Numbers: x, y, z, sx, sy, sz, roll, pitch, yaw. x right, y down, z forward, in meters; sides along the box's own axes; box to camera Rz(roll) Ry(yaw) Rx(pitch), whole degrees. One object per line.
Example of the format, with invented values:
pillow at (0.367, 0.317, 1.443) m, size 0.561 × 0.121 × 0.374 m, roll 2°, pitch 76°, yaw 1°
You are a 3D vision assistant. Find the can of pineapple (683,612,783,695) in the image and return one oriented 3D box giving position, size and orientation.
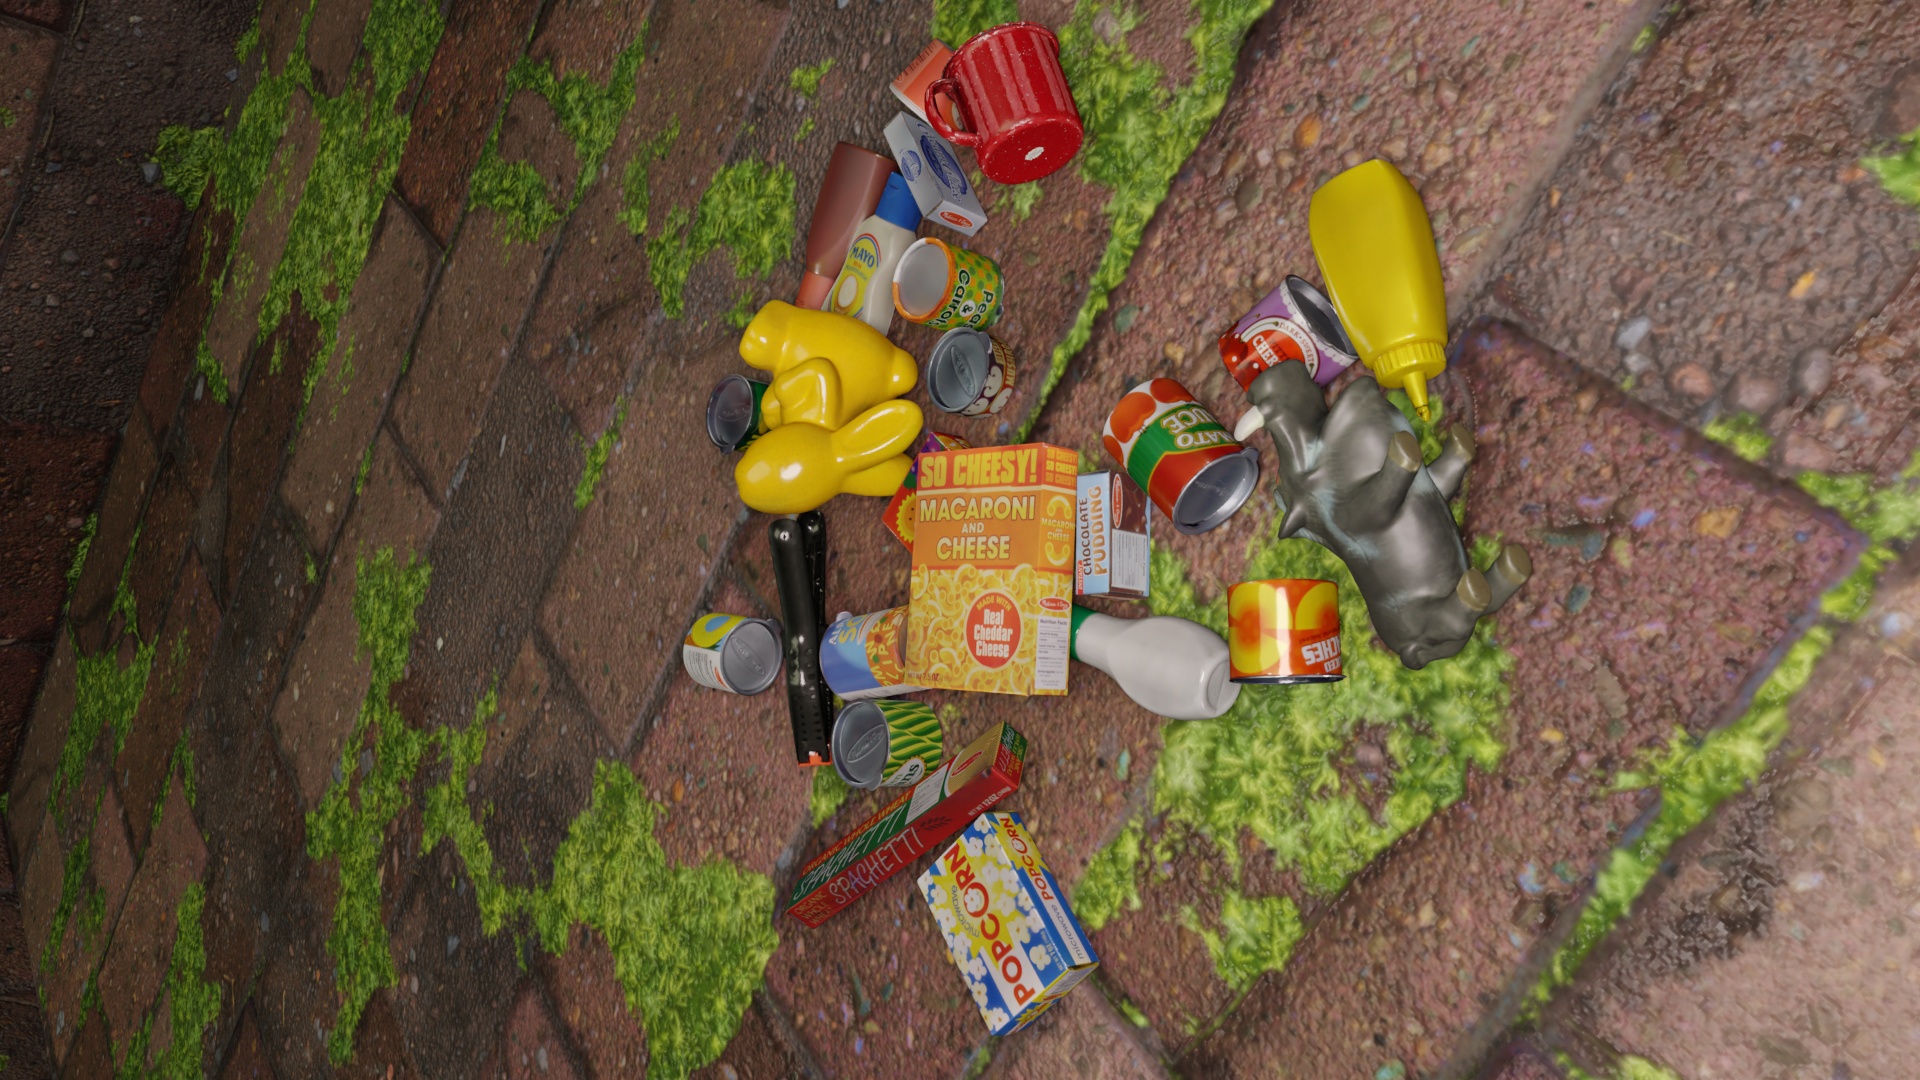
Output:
can of pineapple at (-0.194, 0.096, 1.194) m, size 0.058 × 0.071 × 0.071 m, roll 5°, pitch 87°, yaw 44°

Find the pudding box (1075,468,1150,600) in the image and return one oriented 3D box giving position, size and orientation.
pudding box at (0.103, -0.003, 0.932) m, size 0.030 × 0.050 × 0.084 m, roll -5°, pitch 80°, yaw 42°

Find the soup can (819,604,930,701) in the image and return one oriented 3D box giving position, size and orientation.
soup can at (-0.056, 0.083, 1.060) m, size 0.083 × 0.071 × 0.071 m, roll -15°, pitch 73°, yaw 41°

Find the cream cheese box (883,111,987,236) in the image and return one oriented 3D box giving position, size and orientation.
cream cheese box at (-0.020, -0.289, 1.098) m, size 0.024 × 0.053 × 0.104 m, roll -41°, pitch 57°, yaw 30°

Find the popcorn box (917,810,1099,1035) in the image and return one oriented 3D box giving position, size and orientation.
popcorn box at (0.031, 0.264, 0.965) m, size 0.085 × 0.038 × 0.127 m, roll -50°, pitch 53°, yaw 27°

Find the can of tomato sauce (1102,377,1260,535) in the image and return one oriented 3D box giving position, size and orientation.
can of tomato sauce at (0.141, -0.057, 0.892) m, size 0.071 × 0.071 × 0.083 m, roll -55°, pitch 50°, yaw 23°

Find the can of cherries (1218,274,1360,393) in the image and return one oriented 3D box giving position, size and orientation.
can of cherries at (0.199, -0.117, 0.844) m, size 0.058 × 0.071 × 0.072 m, roll -42°, pitch 57°, yaw 32°

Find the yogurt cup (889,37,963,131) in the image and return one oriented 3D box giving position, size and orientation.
yogurt cup at (-0.014, -0.358, 1.098) m, size 0.053 × 0.072 × 0.072 m, roll -49°, pitch 53°, yaw 17°

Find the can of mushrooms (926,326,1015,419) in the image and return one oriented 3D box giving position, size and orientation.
can of mushrooms at (0.010, -0.128, 1.056) m, size 0.071 × 0.033 × 0.071 m, roll -9°, pitch 76°, yaw 43°

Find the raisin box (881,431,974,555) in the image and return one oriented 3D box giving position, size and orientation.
raisin box at (0.004, -0.013, 1.038) m, size 0.124 × 0.040 × 0.085 m, roll 46°, pitch 115°, yaw 37°

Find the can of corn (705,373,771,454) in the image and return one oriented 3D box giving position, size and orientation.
can of corn at (-0.180, -0.106, 1.218) m, size 0.071 × 0.058 × 0.071 m, roll -9°, pitch 77°, yaw 43°

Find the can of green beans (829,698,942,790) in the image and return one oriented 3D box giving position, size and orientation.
can of green beans at (-0.056, 0.154, 1.054) m, size 0.071 × 0.058 × 0.071 m, roll -9°, pitch 77°, yaw 43°

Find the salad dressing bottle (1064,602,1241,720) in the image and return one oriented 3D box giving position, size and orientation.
salad dressing bottle at (0.114, 0.074, 0.914) m, size 0.148 × 0.044 × 0.064 m, roll 18°, pitch 98°, yaw 46°

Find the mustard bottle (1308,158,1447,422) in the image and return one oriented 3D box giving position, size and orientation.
mustard bottle at (0.251, -0.141, 0.813) m, size 0.065 × 0.049 × 0.160 m, roll -24°, pitch 68°, yaw 40°

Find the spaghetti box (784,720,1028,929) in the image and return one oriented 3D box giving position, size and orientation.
spaghetti box at (-0.044, 0.216, 1.036) m, size 0.249 × 0.028 × 0.050 m, roll -41°, pitch 17°, yaw 32°

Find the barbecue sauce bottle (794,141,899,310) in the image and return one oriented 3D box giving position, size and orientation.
barbecue sauce bottle at (-0.102, -0.259, 1.179) m, size 0.065 × 0.044 × 0.148 m, roll 30°, pitch 105°, yaw 42°

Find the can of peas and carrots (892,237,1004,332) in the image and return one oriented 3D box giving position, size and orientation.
can of peas and carrots at (-0.009, -0.192, 1.066) m, size 0.071 × 0.059 × 0.071 m, roll -8°, pitch 78°, yaw 44°

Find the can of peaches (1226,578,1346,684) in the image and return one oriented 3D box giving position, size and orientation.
can of peaches at (0.194, 0.055, 0.823) m, size 0.071 × 0.071 × 0.058 m, roll -10°, pitch 76°, yaw 43°

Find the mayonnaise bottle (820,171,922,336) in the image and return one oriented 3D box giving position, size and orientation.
mayonnaise bottle at (-0.069, -0.227, 1.142) m, size 0.065 × 0.041 × 0.147 m, roll 36°, pitch 109°, yaw 39°

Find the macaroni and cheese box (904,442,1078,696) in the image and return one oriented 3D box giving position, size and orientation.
macaroni and cheese box at (0.020, 0.021, 0.960) m, size 0.123 × 0.040 × 0.166 m, roll -1°, pitch 83°, yaw 45°
